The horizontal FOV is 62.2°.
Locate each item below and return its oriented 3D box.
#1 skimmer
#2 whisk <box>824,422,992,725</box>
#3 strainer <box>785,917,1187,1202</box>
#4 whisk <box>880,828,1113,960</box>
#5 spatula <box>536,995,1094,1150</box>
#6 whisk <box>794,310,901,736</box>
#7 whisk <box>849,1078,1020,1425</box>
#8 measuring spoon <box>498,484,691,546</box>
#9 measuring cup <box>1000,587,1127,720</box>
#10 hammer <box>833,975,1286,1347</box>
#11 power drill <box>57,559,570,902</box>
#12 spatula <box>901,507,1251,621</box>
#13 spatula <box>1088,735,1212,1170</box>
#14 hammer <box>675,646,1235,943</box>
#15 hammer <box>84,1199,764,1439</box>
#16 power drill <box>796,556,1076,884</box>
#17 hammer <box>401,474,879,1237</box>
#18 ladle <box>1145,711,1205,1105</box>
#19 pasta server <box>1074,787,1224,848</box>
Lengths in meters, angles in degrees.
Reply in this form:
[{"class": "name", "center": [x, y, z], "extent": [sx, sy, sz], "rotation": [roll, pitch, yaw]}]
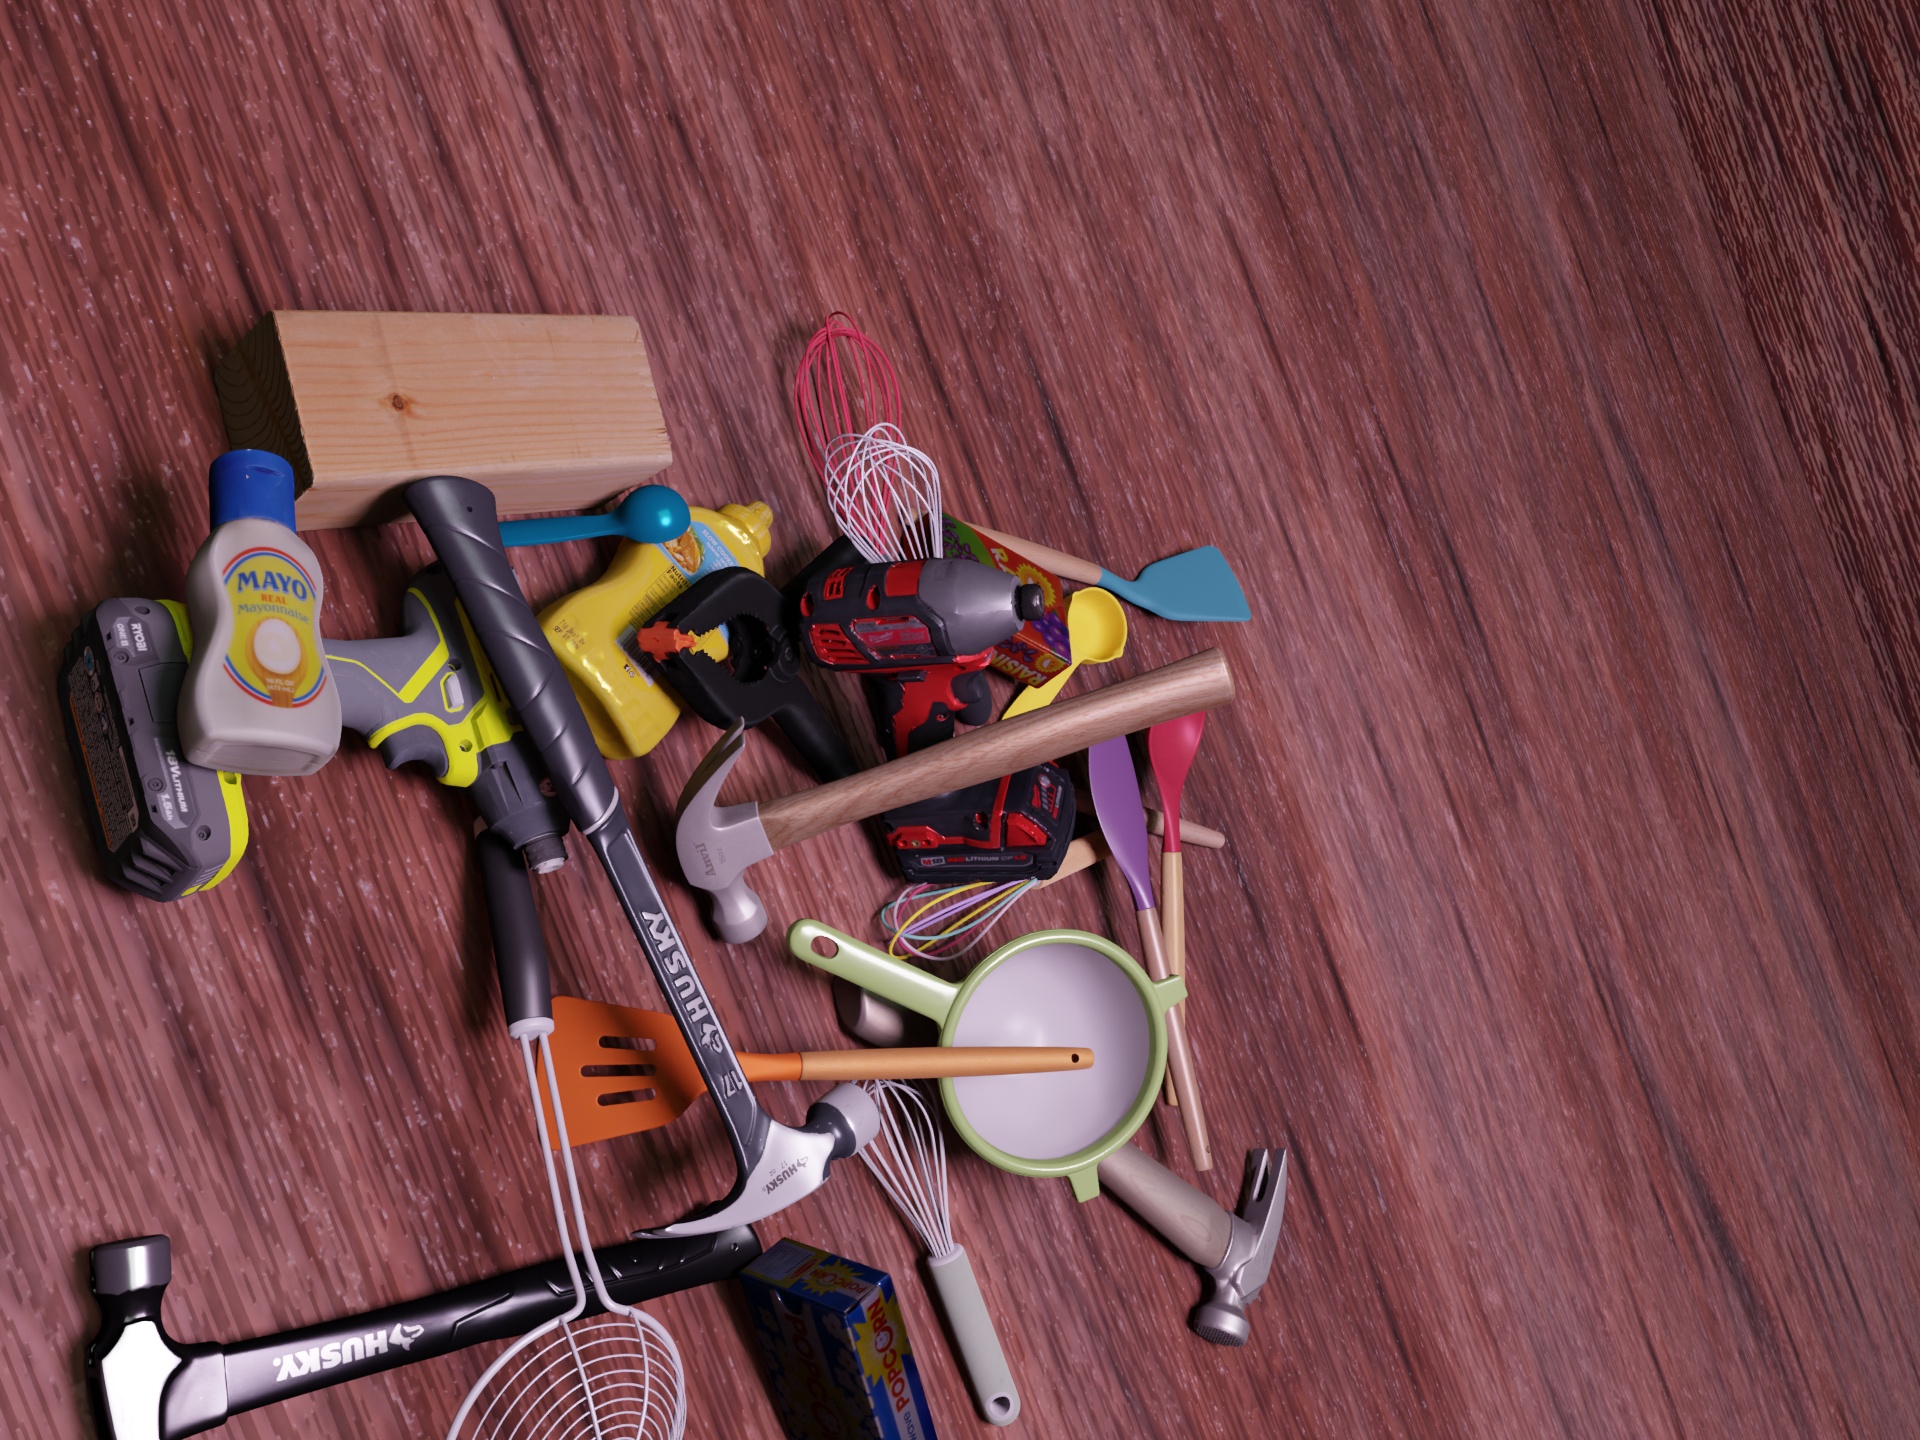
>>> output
[{"class": "skimmer", "center": [-0.217, 0.222, 0.789], "extent": [0.127, 0.090, 0.364], "rotation": [10, 51, -44]}, {"class": "whisk", "center": [-0.023, -0.081, 1.007], "extent": [0.284, 0.070, 0.070], "rotation": [67, 35, -52]}, {"class": "strainer", "center": [0.003, 0.178, 0.975], "extent": [0.256, 0.069, 0.151], "rotation": [27, 82, -16]}, {"class": "whisk", "center": [0.033, 0.113, 1.086], "extent": [0.245, 0.051, 0.047], "rotation": [-17, 113, -48]}, {"class": "spatula", "center": [-0.072, 0.194, 0.898], "extent": [0.322, 0.041, 0.081], "rotation": [4, 75, -25]}, {"class": "whisk", "center": [-0.061, -0.127, 1.060], "extent": [0.073, 0.073, 0.296], "rotation": [-7, 87, -43]}, {"class": "whisk", "center": [-0.013, 0.320, 0.975], "extent": [0.058, 0.059, 0.246], "rotation": [-20, 96, -7]}, {"class": "measuring spoon", "center": [-0.217, -0.116, 0.900], "extent": [0.128, 0.021, 0.042], "rotation": [-8, 48, -16]}, {"class": "measuring cup", "center": [0.066, -0.037, 1.175], "extent": [0.062, 0.029, 0.156], "rotation": [50, 61, -17]}, {"class": "hammer", "center": [0.078, 0.266, 1.073], "extent": [0.410, 0.038, 0.146], "rotation": [41, 54, -25]}, {"class": "power drill", "center": [-0.299, 0.008, 0.778], "extent": [0.223, 0.080, 0.171], "rotation": [-9, 73, -45]}, {"class": "spatula", "center": [0.089, -0.124, 1.203], "extent": [0.317, 0.044, 0.082], "rotation": [12, 46, -38]}, {"class": "spatula", "center": [0.134, 0.158, 1.120], "extent": [0.059, 0.018, 0.316], "rotation": [-5, 80, -51]}, {"class": "hammer", "center": [-0.004, 0.023, 0.909], "extent": [0.031, 0.331, 0.130], "rotation": [-111, -177, -57]}, {"class": "hammer", "center": [-0.240, 0.298, 0.780], "extent": [0.334, 0.035, 0.146], "rotation": [0, 76, -42]}, {"class": "power drill", "center": [-0.002, -0.003, 0.967], "extent": [0.079, 0.143, 0.219], "rotation": [-74, 153, -47]}, {"class": "hammer", "center": [-0.178, 0.066, 0.800], "extent": [0.149, 0.036, 0.409], "rotation": [-28, 93, -49]}, {"class": "ladle", "center": [0.157, 0.123, 1.169], "extent": [0.069, 0.031, 0.315], "rotation": [4, 85, -48]}, {"class": "pasta server", "center": [0.093, 0.052, 1.155], "extent": [0.316, 0.060, 0.040], "rotation": [18, 92, -41]}]
